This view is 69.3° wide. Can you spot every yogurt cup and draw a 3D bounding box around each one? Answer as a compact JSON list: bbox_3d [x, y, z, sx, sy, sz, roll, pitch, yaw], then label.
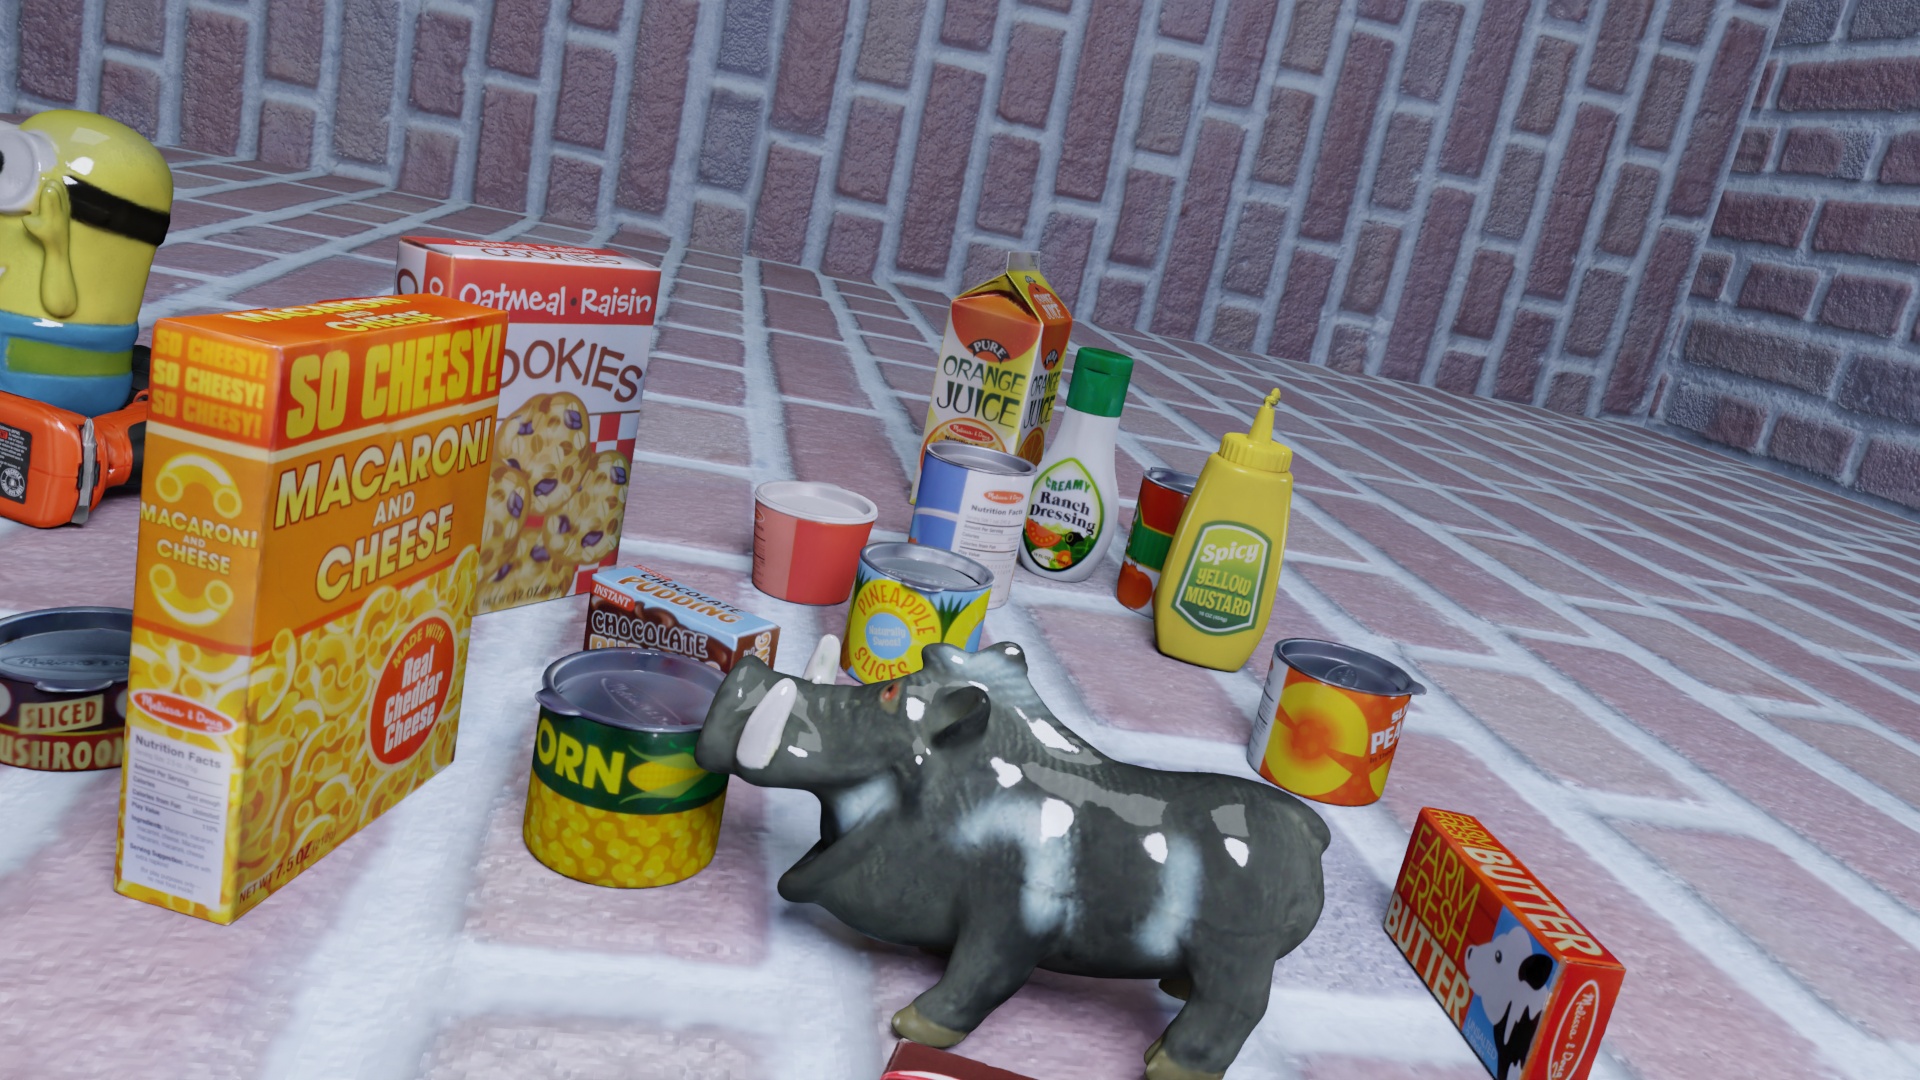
[{"bbox_3d":[-0.083,0.002,0.763,0.072,0.053,0.072,11,15,-3],"label":"yogurt cup"}]

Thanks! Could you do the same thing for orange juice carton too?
[{"bbox_3d":[0.026,-0.113,0.999,0.073,0.192,0.072,17,15,19],"label":"orange juice carton"}]

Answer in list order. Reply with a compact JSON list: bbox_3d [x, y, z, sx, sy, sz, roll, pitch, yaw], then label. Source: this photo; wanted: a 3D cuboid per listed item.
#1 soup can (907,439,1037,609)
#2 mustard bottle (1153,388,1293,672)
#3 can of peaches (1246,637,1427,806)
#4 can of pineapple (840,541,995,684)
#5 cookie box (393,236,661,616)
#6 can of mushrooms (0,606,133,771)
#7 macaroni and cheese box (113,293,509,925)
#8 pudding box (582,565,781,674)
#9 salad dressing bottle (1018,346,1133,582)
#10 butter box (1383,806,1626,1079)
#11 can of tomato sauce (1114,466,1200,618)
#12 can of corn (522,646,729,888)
[{"bbox_3d":[0.003,-0.010,0.817,0.071,0.083,0.071,11,15,-3],"label":"soup can"},{"bbox_3d":[0.153,-0.008,0.779,0.065,0.159,0.049,13,15,4],"label":"mustard bottle"},{"bbox_3d":[0.175,0.085,0.653,0.071,0.058,0.071,11,15,-3],"label":"can of peaches"},{"bbox_3d":[-0.022,0.038,0.670,0.071,0.057,0.071,11,15,-3],"label":"can of pineapple"},{"bbox_3d":[-0.208,-0.053,0.647,0.040,0.167,0.123,20,17,28],"label":"cookie box"},{"bbox_3d":[-0.294,0.049,0.465,0.071,0.033,0.071,11,15,-3],"label":"can of mushrooms"},{"bbox_3d":[-0.194,0.011,0.426,0.040,0.166,0.124,14,15,6],"label":"macaroni and cheese box"},{"bbox_3d":[-0.118,0.046,0.583,0.084,0.049,0.030,20,17,28],"label":"pudding box"},{"bbox_3d":[0.076,-0.049,0.892,0.064,0.147,0.044,16,15,16],"label":"salad dressing bottle"},{"bbox_3d":[0.181,0.138,0.475,0.024,0.053,0.104,10,15,-9],"label":"butter box"},{"bbox_3d":[0.136,0.003,0.873,0.071,0.082,0.071,11,15,-3],"label":"can of tomato sauce"},{"bbox_3d":[-0.112,0.075,0.465,0.071,0.058,0.071,11,15,-3],"label":"can of corn"}]
